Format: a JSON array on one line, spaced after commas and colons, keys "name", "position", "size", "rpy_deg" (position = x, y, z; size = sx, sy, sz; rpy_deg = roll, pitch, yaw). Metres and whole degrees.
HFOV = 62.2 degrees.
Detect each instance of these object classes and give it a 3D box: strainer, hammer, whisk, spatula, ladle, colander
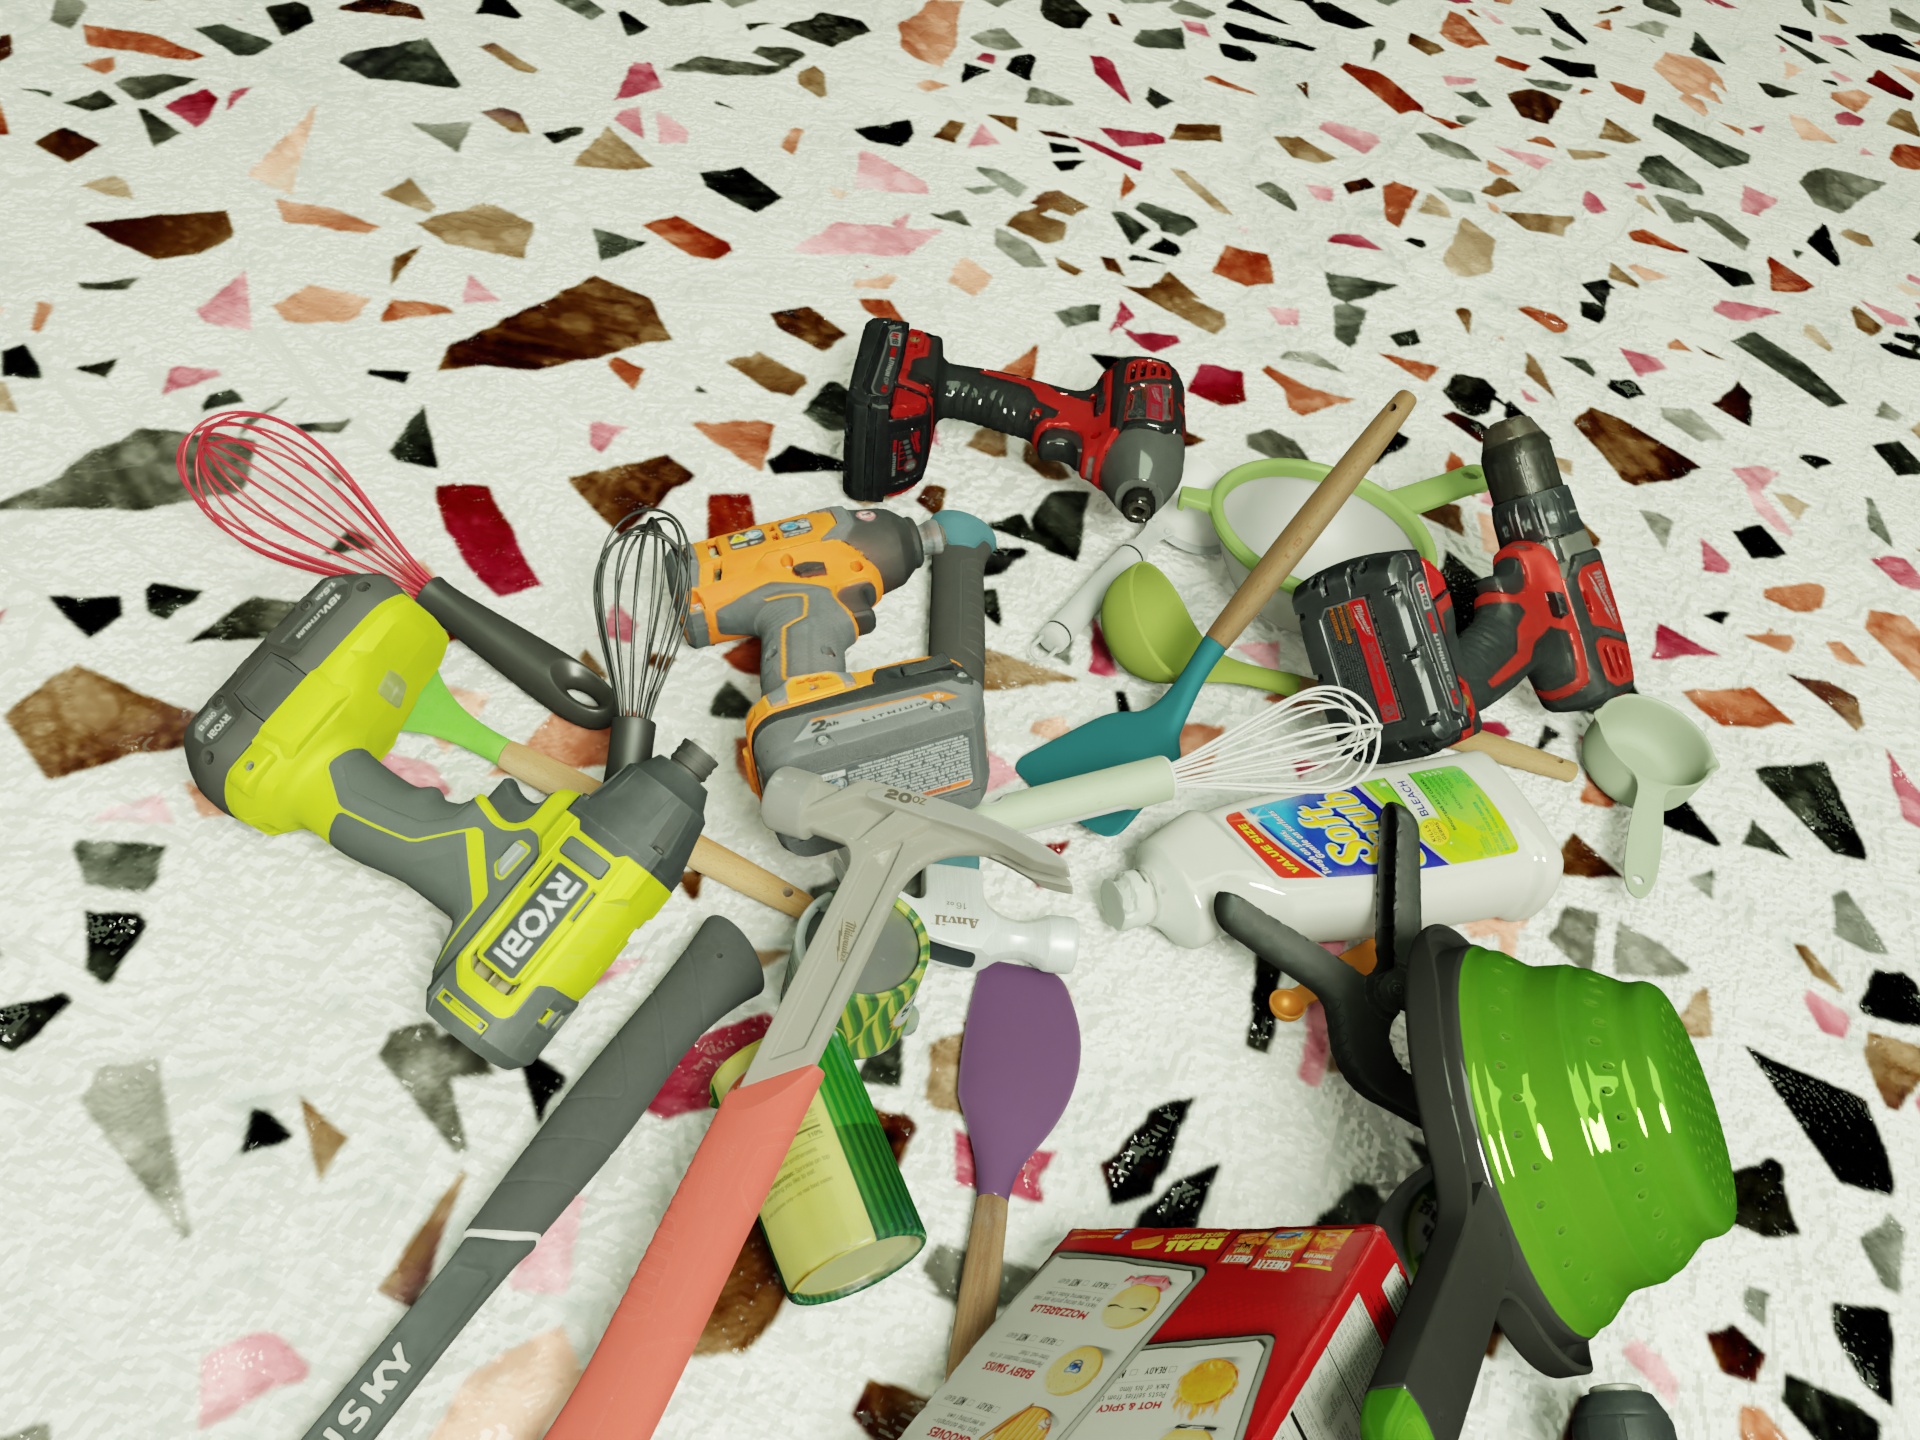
[{"name": "strainer", "position": [0.268, -0.118, 1.068], "size": [0.256, 0.069, 0.152], "rpy_deg": [-21, 53, -35]}, {"name": "hammer", "position": [-0.208, 0.229, 0.660], "size": [0.149, 0.036, 0.409], "rpy_deg": [28, 48, 11]}, {"name": "strainer", "position": [0.119, -0.113, 1.042], "size": [0.087, 0.050, 0.258], "rpy_deg": [42, 54, 2]}, {"name": "whisk", "position": [0.118, 0.030, 0.854], "size": [0.246, 0.058, 0.059], "rpy_deg": [-13, 88, -15]}, {"name": "spatula", "position": [0.161, -0.069, 0.916], "size": [0.082, 0.044, 0.317], "rpy_deg": [37, 88, 37]}, {"name": "ladle", "position": [0.237, -0.022, 0.983], "size": [0.320, 0.062, 0.078], "rpy_deg": [17, 45, -4]}, {"name": "whisk", "position": [-0.171, 0.002, 0.815], "size": [0.055, 0.055, 0.239], "rpy_deg": [6, 72, -10]}, {"name": "spatula", "position": [0.013, 0.241, 0.719], "size": [0.060, 0.018, 0.316], "rpy_deg": [12, 47, 1]}, {"name": "whisk", "position": [-0.312, -0.080, 0.886], "size": [0.296, 0.073, 0.073], "rpy_deg": [33, 49, 5]}, {"name": "colander", "position": [0.247, 0.194, 0.641], "size": [0.397, 0.094, 0.204], "rpy_deg": [-21, 89, -62]}, {"name": "hammer", "position": [-0.001, -0.003, 0.914], "size": [0.128, 0.033, 0.331], "rpy_deg": [7, 48, -6]}, {"name": "hammer", "position": [-0.085, 0.187, 0.654], "size": [0.149, 0.036, 0.359], "rpy_deg": [16, 64, 20]}]

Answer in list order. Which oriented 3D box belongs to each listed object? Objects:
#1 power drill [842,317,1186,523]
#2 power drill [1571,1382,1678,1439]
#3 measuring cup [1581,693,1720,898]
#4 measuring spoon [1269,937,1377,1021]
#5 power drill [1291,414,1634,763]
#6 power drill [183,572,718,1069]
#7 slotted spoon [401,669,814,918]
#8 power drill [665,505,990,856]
[{"name": "power drill", "position": [0.038, -0.189, 1.036], "size": [0.219, 0.078, 0.143], "rpy_deg": [7, 46, 0]}, {"name": "power drill", "position": [0.205, 0.359, 0.624], "size": [0.228, 0.080, 0.191], "rpy_deg": [8, 56, -11]}, {"name": "measuring cup", "position": [0.416, 0.054, 0.979], "size": [0.083, 0.038, 0.168], "rpy_deg": [24, 50, 5]}, {"name": "measuring spoon", "position": [0.211, 0.139, 0.869], "size": [0.117, 0.011, 0.021], "rpy_deg": [-19, 48, -32]}, {"name": "power drill", "position": [0.306, -0.080, 0.953], "size": [0.226, 0.080, 0.188], "rpy_deg": [-17, 90, -34]}, {"name": "power drill", "position": [-0.239, 0.034, 0.762], "size": [0.223, 0.080, 0.171], "rpy_deg": [34, 77, 15]}, {"name": "slotted spoon", "position": [-0.216, 0.027, 0.837], "size": [0.314, 0.031, 0.070], "rpy_deg": [27, 57, 6]}, {"name": "power drill", "position": [-0.060, -0.040, 0.867], "size": [0.164, 0.084, 0.227], "rpy_deg": [-16, 42, -12]}]
